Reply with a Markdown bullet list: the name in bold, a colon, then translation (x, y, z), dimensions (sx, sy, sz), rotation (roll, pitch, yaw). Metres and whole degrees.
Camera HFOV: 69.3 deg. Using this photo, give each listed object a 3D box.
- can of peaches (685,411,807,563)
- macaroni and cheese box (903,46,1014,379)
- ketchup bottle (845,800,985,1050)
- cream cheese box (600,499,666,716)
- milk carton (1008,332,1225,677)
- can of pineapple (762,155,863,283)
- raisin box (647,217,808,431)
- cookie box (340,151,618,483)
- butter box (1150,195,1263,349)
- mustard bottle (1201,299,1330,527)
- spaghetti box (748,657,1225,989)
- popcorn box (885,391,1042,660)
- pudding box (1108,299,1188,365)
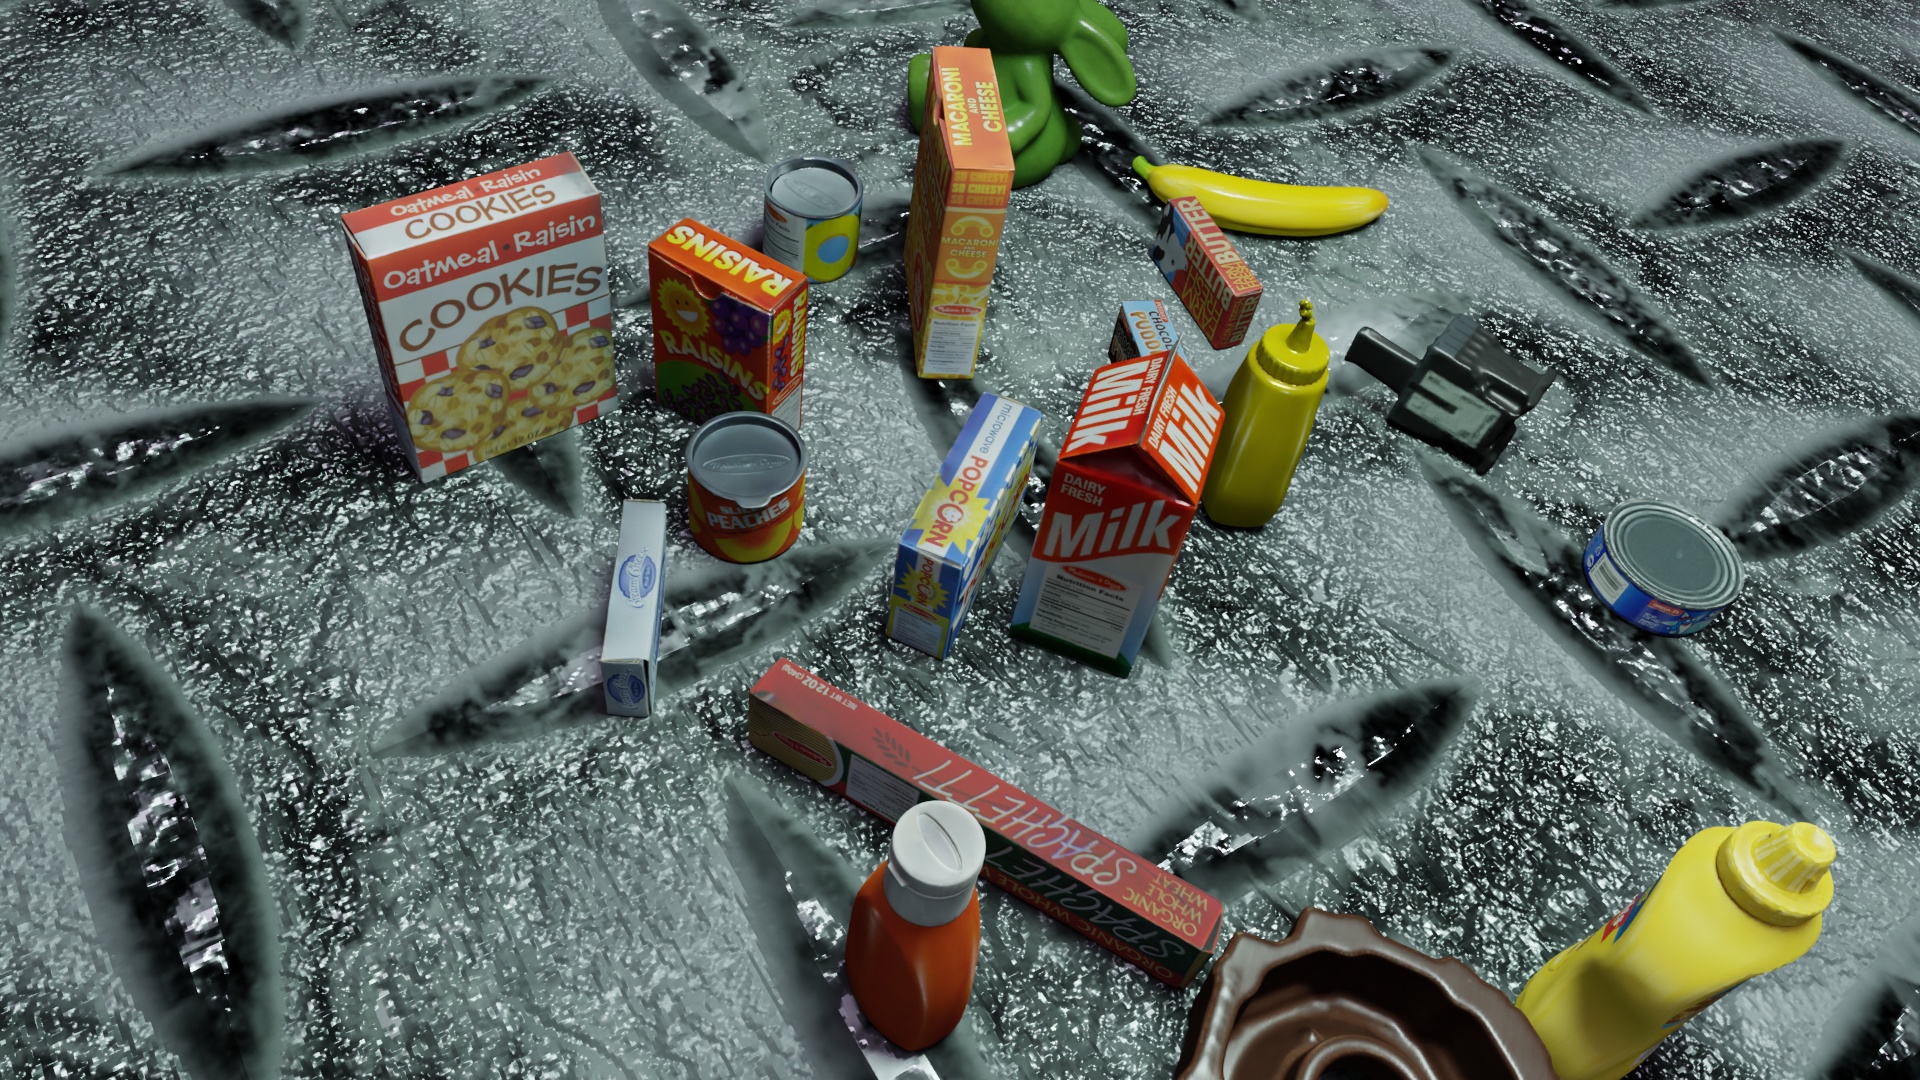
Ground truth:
- **can of peaches**: translation (-0.120, -0.028, 0.781), dimensions (0.071, 0.057, 0.071), rotation (5, 51, -6)
- **macaroni and cheese box**: translation (-0.005, -0.203, 0.873), dimensions (0.040, 0.165, 0.124), rotation (0, 51, -10)
- **ketchup bottle**: translation (-0.018, 0.161, 0.586), dimensions (0.044, 0.148, 0.065), rotation (-24, 59, -26)
- **cream cheese box**: translation (-0.169, 0.035, 0.725), dimensions (0.024, 0.053, 0.104), rotation (3, 51, -8)
- **milk carton**: translation (0.083, -0.018, 0.722), dimensions (0.073, 0.189, 0.073), rotation (19, 51, 6)
- **can of pineapple**: translation (-0.099, -0.217, 0.939), dimensions (0.071, 0.057, 0.071), rotation (5, 51, -6)
- **raisin box**: translation (-0.135, -0.115, 0.807), dimensions (0.086, 0.122, 0.040), rotation (29, 53, 14)
- **cookie box**: translation (-0.257, -0.120, 0.762), dimensions (0.123, 0.166, 0.040), rotation (-26, 60, -27)
- **butter box**: translation (0.170, -0.186, 0.962), dimensions (0.024, 0.052, 0.104), rotation (-13, 55, -19)
- **mustard bottle**: translation (0.180, -0.076, 0.805), dimensions (0.049, 0.159, 0.065), rotation (7, 51, -4)
- **spaghetti box**: translation (0.008, 0.136, 0.674), dimensions (0.250, 0.049, 0.029), rotation (27, 52, 12)
- **popcorn box**: translation (0.003, -0.010, 0.770), dimensions (0.038, 0.084, 0.127), rotation (22, 51, 8)
- **pudding box**: translation (0.123, -0.110, 0.895), dimensions (0.030, 0.049, 0.084), rotation (-3, 52, -12)
